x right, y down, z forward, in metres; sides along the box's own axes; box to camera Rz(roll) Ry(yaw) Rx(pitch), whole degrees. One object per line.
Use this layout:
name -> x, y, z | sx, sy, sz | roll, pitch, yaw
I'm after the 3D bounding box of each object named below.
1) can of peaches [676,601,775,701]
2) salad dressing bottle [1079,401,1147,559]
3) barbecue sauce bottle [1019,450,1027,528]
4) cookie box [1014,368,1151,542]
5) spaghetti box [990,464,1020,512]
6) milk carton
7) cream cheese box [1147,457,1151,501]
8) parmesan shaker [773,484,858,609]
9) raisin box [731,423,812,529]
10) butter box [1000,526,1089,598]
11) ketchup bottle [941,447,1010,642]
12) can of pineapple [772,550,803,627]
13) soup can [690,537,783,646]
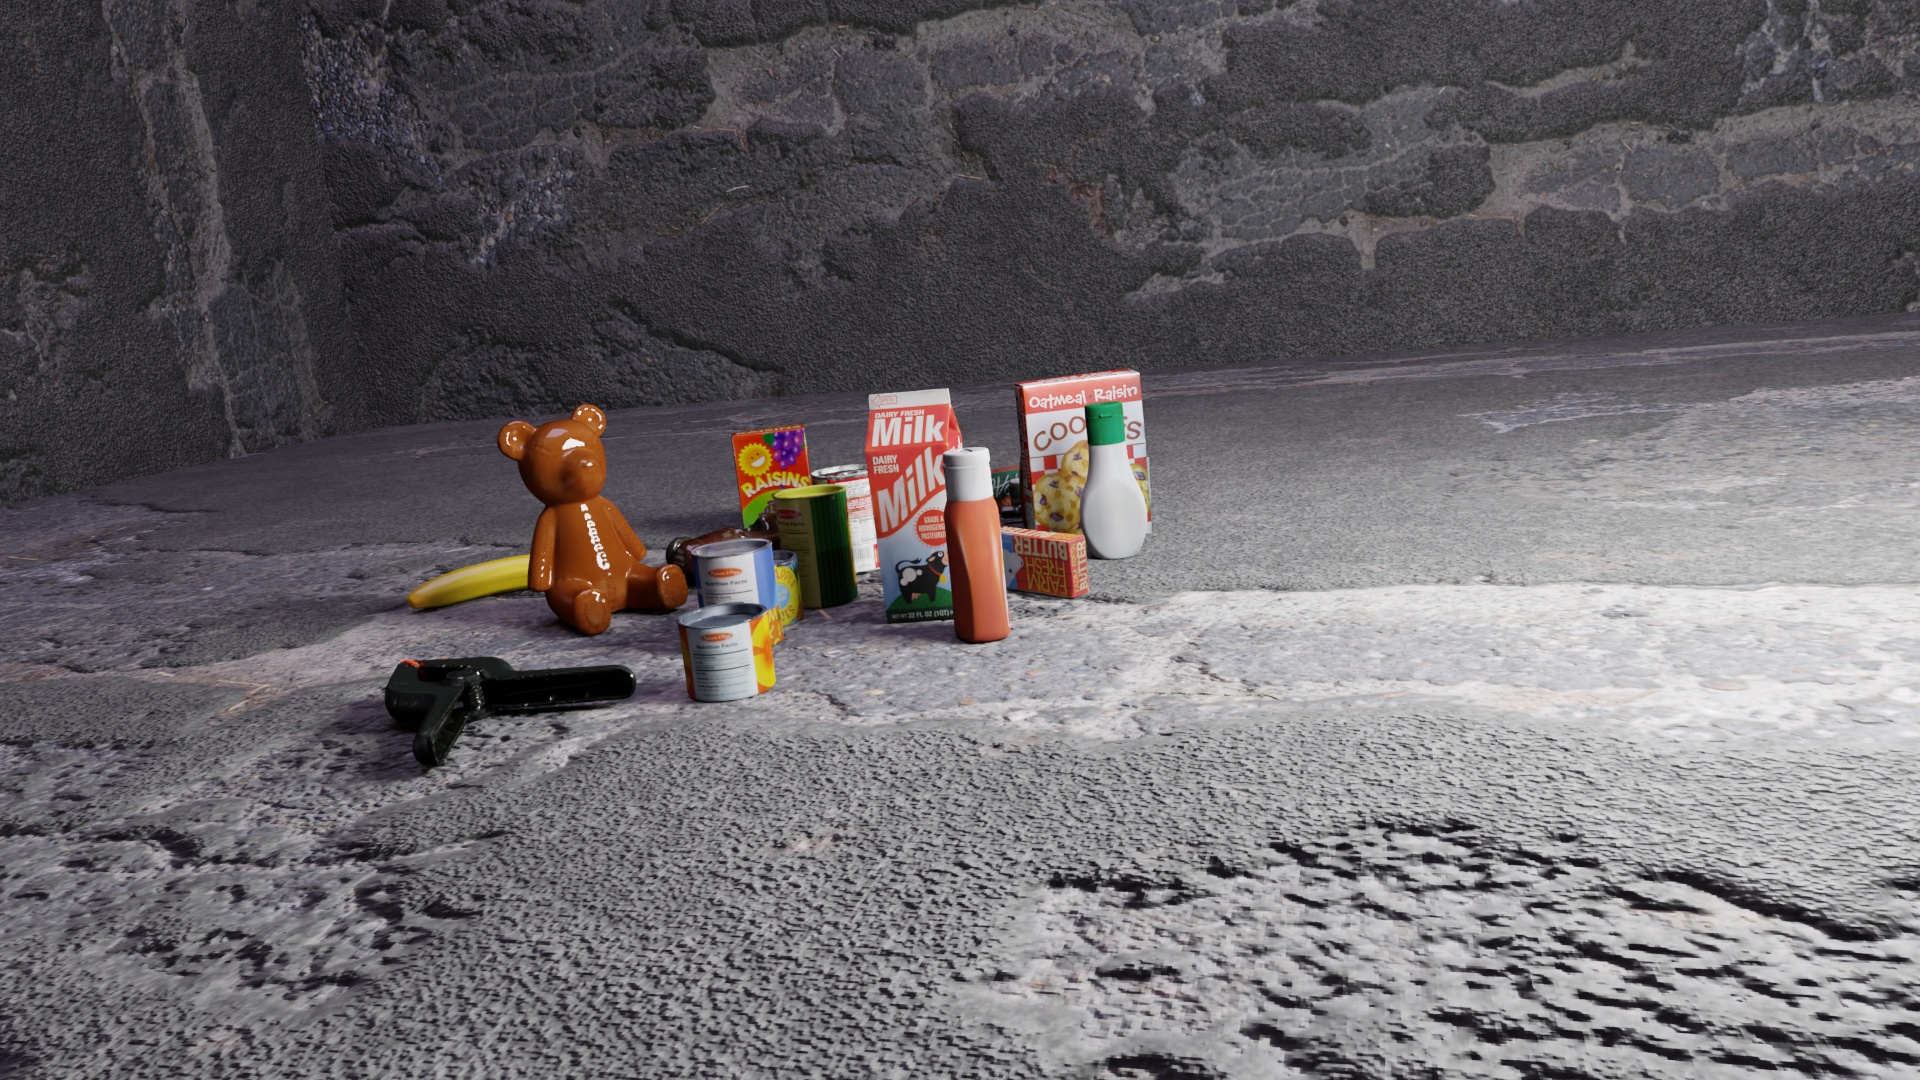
can of peaches -> -0.172, 0.081, 1.027 | 0.071, 0.058, 0.071 | -6, 11, 1
salad dressing bottle -> 0.143, -0.058, 1.324 | 0.064, 0.147, 0.044 | -6, 11, 1
barbecue sauce bottle -> 0.092, -0.087, 1.490 | 0.065, 0.148, 0.044 | -1, 12, 23
cookie box -> 0.124, -0.083, 1.406 | 0.123, 0.167, 0.040 | -8, 11, -11
spaghetti box -> -0.028, -0.044, 1.588 | 0.251, 0.050, 0.029 | -11, 12, -22
milk carton -> -0.033, -0.032, 1.180 | 0.072, 0.190, 0.073 | -4, 11, 9
cream cheese box -> 0.182, -0.058, 1.538 | 0.024, 0.053, 0.104 | 0, 13, 29
parmesan shaker -> -0.133, 0.005, 1.268 | 0.071, 0.103, 0.071 | -6, 11, 1
raisin box -> -0.216, -0.068, 1.617 | 0.086, 0.123, 0.040 | -7, 11, -7
butter box -> 0.068, 0.019, 1.224 | 0.024, 0.053, 0.103 | -16, 15, -41
ketchup bottle -> 0.010, 0.002, 1.094 | 0.043, 0.148, 0.065 | -8, 11, -11
can of pineapple -> -0.172, 0.044, 1.210 | 0.071, 0.057, 0.071 | -6, 11, 1
soup can -> -0.183, 0.045, 1.146 | 0.071, 0.083, 0.071 | -6, 11, 1
